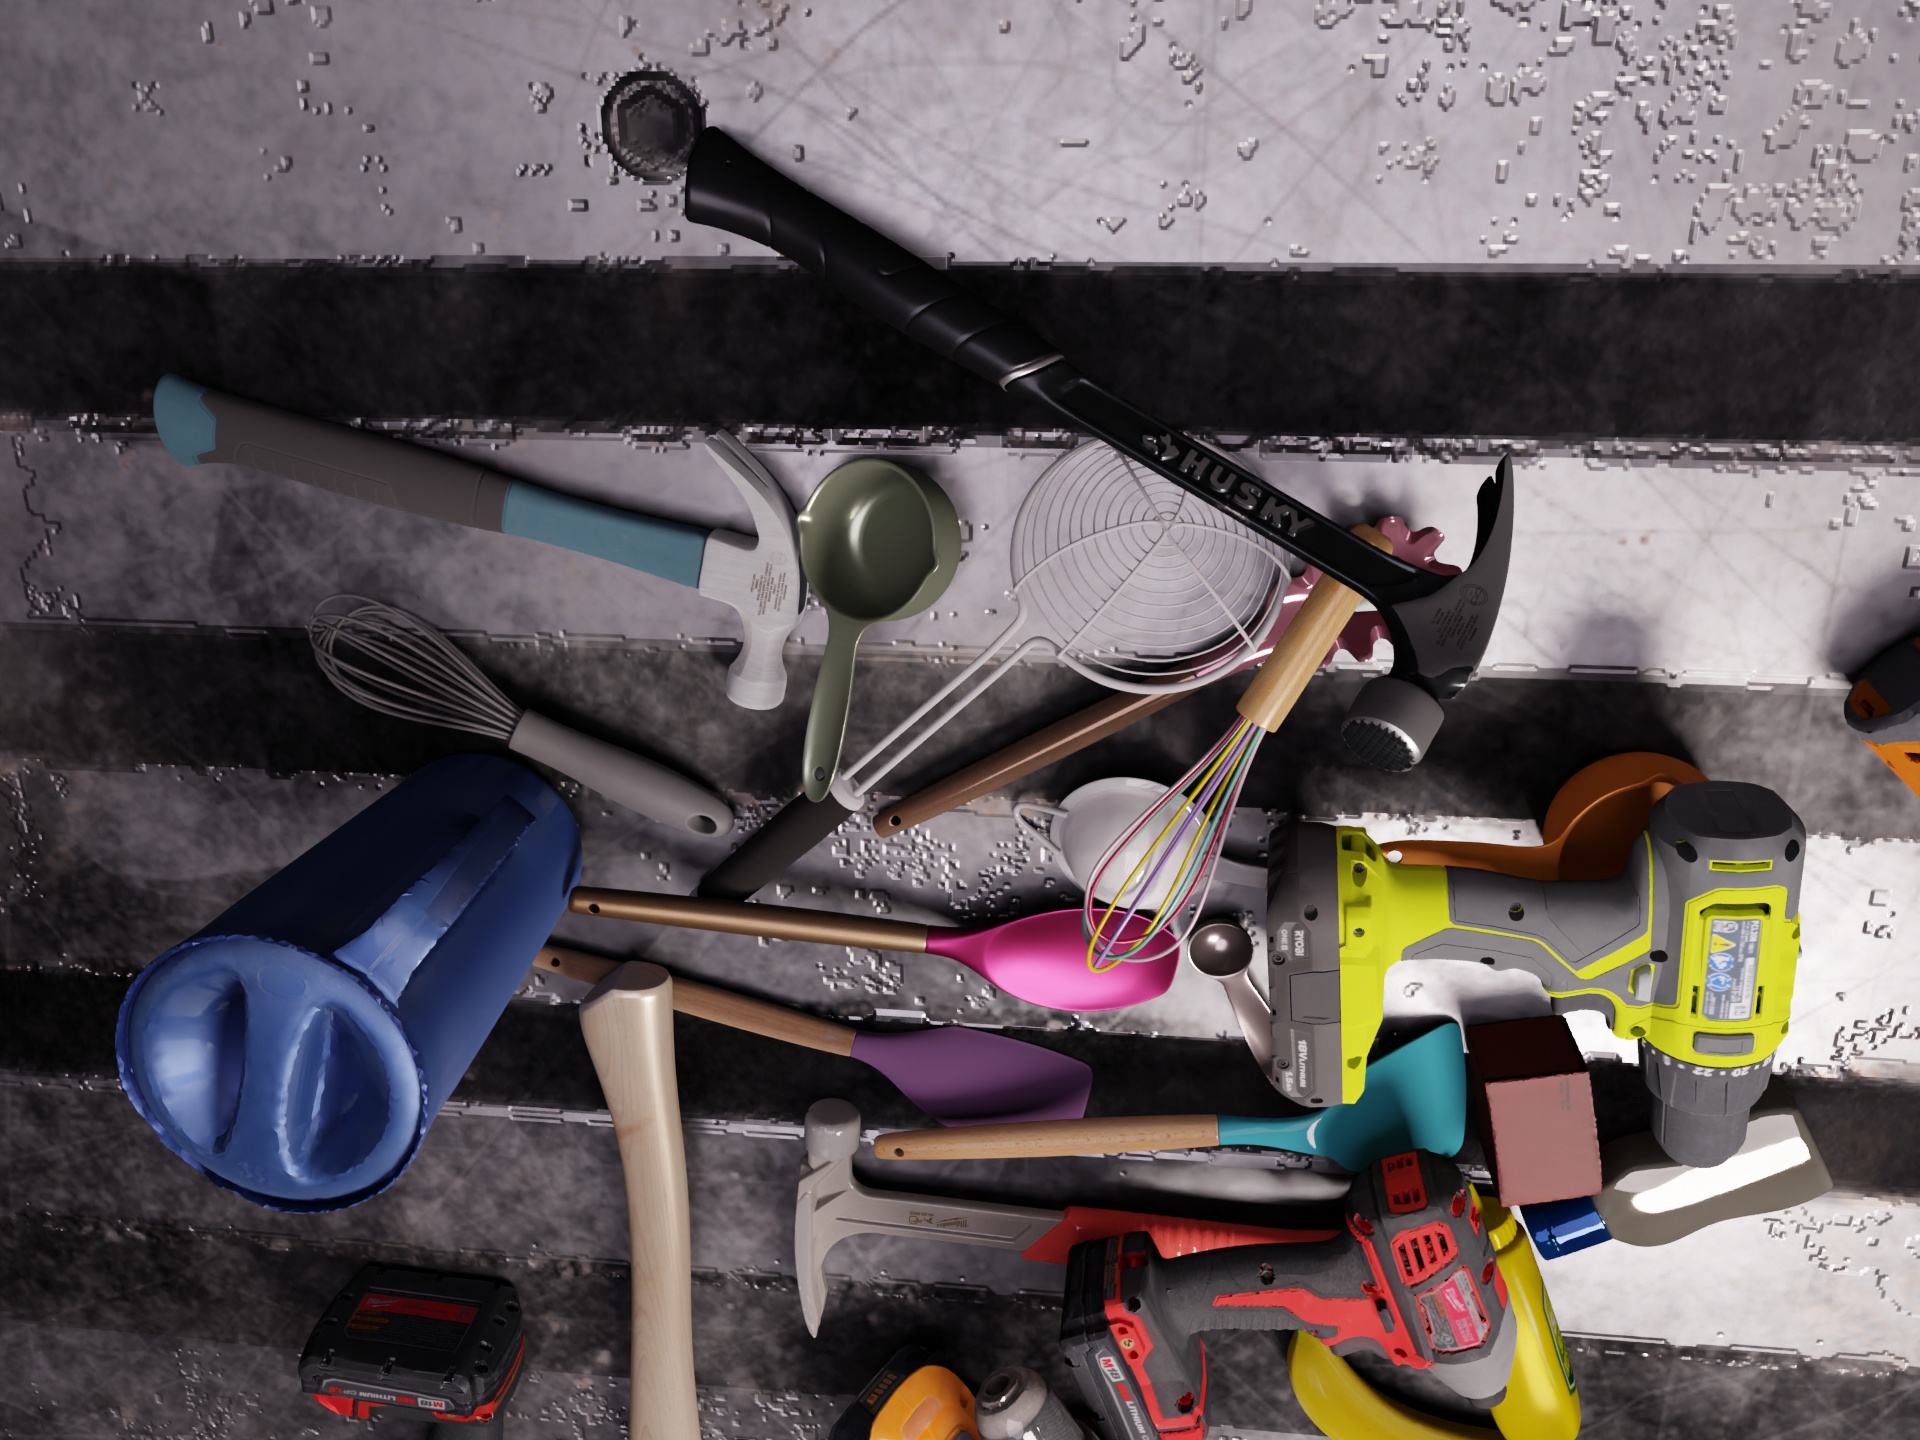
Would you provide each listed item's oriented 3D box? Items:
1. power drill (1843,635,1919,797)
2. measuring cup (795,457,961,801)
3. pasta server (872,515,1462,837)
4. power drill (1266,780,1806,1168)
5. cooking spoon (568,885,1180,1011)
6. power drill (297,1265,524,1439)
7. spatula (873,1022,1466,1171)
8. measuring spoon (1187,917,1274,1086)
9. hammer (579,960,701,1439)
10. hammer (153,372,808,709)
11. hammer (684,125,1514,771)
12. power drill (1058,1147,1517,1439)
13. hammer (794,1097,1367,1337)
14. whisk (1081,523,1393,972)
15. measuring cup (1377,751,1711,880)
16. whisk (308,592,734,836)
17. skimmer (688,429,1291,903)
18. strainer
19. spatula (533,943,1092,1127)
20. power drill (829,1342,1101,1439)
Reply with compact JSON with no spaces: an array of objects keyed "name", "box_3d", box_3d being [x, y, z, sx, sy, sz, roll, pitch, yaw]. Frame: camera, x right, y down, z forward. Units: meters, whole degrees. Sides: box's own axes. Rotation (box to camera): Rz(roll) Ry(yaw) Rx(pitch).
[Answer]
[{"name":"power drill","box_3d":[0.535,-0.019,0.693,0.164,0.084,0.226,42,114,-10]},{"name":"measuring cup","box_3d":[-0.045,-0.042,0.761,0.083,0.038,0.167,20,105,28]},{"name":"pasta server","box_3d":[0.090,-0.010,0.775,0.316,0.040,0.060,-26,91,17]},{"name":"power drill","box_3d":[0.260,0.124,0.735,0.228,0.080,0.190,-1,117,13]},{"name":"cooking spoon","box_3d":[-0.043,0.111,0.830,0.319,0.017,0.068,7,120,-4]},{"name":"power drill","box_3d":[-0.353,0.456,0.993,0.188,0.080,0.226,5,114,6]},{"name":"spatula","box_3d":[0.111,0.215,0.850,0.317,0.044,0.082,-5,110,8]},{"name":"measuring spoon","box_3d":[0.155,0.152,0.844,0.034,0.018,0.124,-22,113,17]},{"name":"hammer","box_3d":[-0.166,0.324,0.927,0.146,0.038,0.410,4,114,4]},{"name":"hammer","box_3d":[-0.235,-0.107,0.782,0.331,0.033,0.128,15,113,1]},{"name":"hammer","box_3d":[0.051,-0.145,0.688,0.409,0.036,0.149,33,68,7]},{"name":"power drill","box_3d":[0.173,0.314,0.825,0.219,0.079,0.143,-20,107,15]},{"name":"hammer","box_3d":[0.085,0.300,0.895,0.359,0.037,0.149,5,111,6]},{"name":"whisk","box_3d":[0.125,0.018,0.738,0.047,0.051,0.245,23,106,-28]},{"name":"measuring cup","box_3d":[0.284,0.058,0.770,0.173,0.052,0.095,1,112,12]},{"name":"whisk","box_3d":[-0.224,0.002,0.819,0.239,0.055,0.055,26,112,-8]},{"name":"skimmer","box_3d":[-0.001,-0.003,0.789,0.363,0.090,0.127,-40,77,30]},{"name":"strainer","box_3d":[0.153,0.079,0.801,0.258,0.050,0.086,9,128,1]},{"name":"spatula","box_3d":[-0.084,0.173,0.876,0.316,0.018,0.060,16,94,1]},{"name":"power drill","box_3d":[0.020,0.405,0.856,0.226,0.084,0.185,-10,116,55]}]
